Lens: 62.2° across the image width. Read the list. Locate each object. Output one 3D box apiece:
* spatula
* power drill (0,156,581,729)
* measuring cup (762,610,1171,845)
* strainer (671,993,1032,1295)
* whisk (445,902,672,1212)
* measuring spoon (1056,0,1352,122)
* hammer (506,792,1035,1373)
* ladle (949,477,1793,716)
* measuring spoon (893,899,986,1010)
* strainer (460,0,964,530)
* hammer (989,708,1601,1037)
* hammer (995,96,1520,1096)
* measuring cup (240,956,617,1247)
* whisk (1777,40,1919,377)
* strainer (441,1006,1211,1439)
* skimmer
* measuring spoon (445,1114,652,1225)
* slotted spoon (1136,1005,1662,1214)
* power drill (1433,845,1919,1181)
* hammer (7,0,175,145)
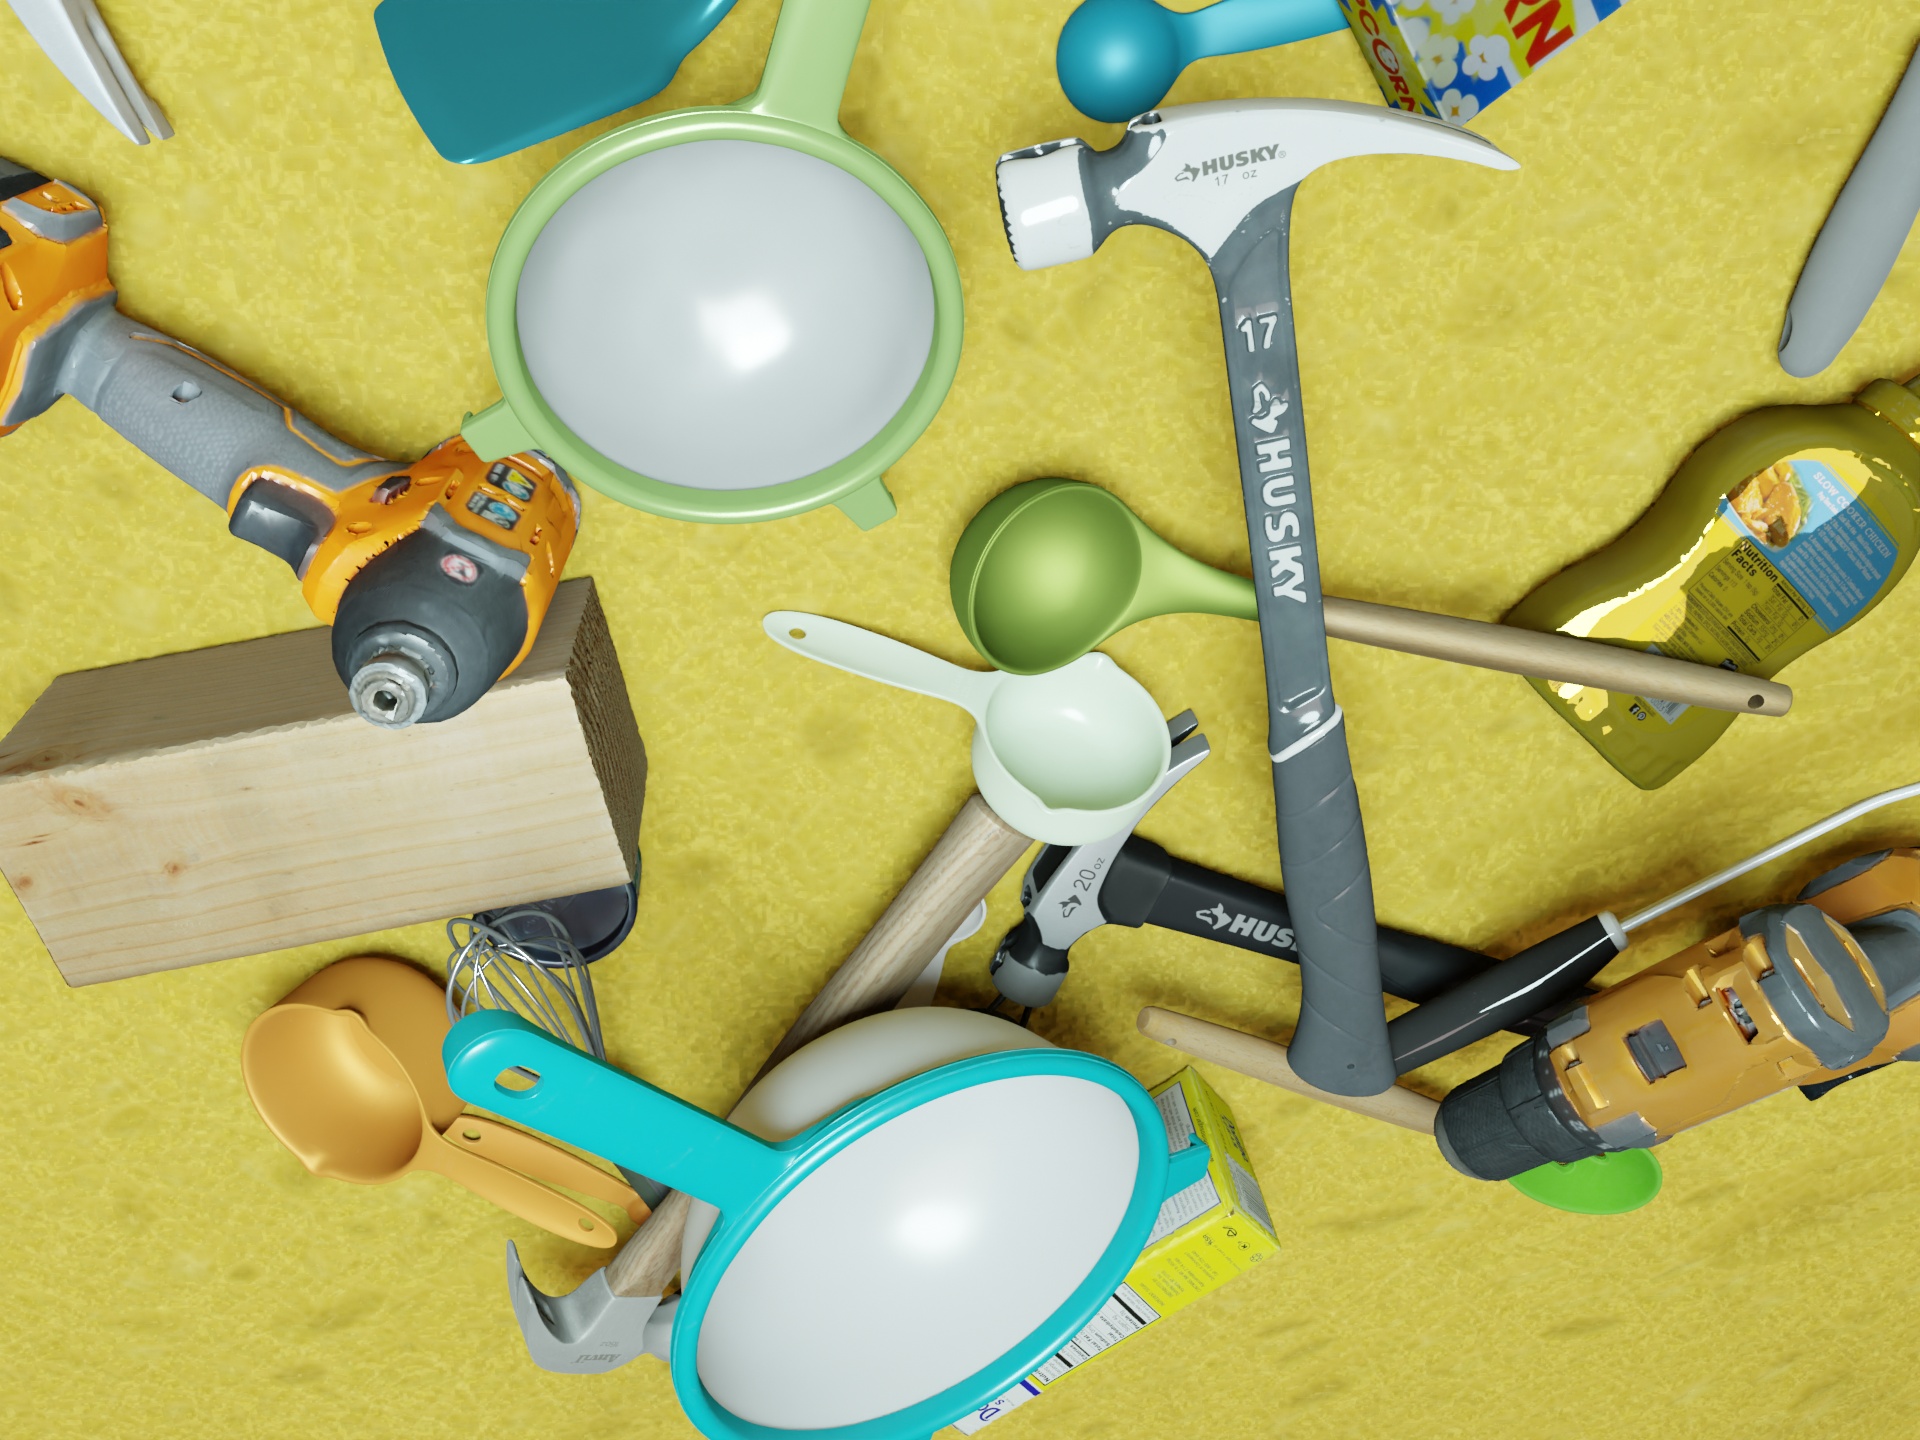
[{"bbox_3d":[-0.029,-0.269,0.479,0.317,0.082,0.044,-33,153,6],"label":"spatula"},{"bbox_3d":[-0.235,-0.079,0.493,0.226,0.164,0.084,27,112,-18],"label":"power drill"},{"bbox_3d":[-0.001,-0.002,0.629,0.167,0.083,0.038,20,143,2],"label":"measuring cup"},{"bbox_3d":[-0.052,0.213,0.746,0.258,0.050,0.086,-42,130,19],"label":"strainer"},{"bbox_3d":[-0.153,0.159,0.676,0.059,0.058,0.246,14,143,29],"label":"whisk"},{"bbox_3d":[0.096,-0.231,0.529,0.128,0.021,0.042,-15,119,1],"label":"measuring spoon"},{"bbox_3d":[-0.080,0.162,0.678,0.130,0.031,0.331,21,112,-48],"label":"hammer"},{"bbox_3d":[0.154,-0.031,0.594,0.320,0.062,0.078,11,117,1],"label":"ladle"},{"bbox_3d":[-0.020,0.113,0.711,0.034,0.018,0.124,14,123,-11],"label":"measuring spoon"},{"bbox_3d":[-0.060,-0.179,0.492,0.151,0.069,0.256,8,132,-21],"label":"strainer"},{"bbox_3d":[0.192,0.103,0.717,0.334,0.035,0.146,18,116,-16],"label":"hammer"},{"bbox_3d":[0.126,-0.014,0.568,0.149,0.036,0.408,-12,123,6],"label":"hammer"},{"bbox_3d":[-0.209,0.161,0.660,0.173,0.052,0.095,26,119,4],"label":"measuring cup"},{"bbox_3d":[0.345,-0.231,0.548,0.055,0.055,0.238,7,121,-11],"label":"whisk"},{"bbox_3d":[-0.064,0.158,0.598,0.211,0.095,0.340,-46,131,4],"label":"strainer"},{"bbox_3d":[0.309,0.032,0.655,0.363,0.127,0.090,-33,73,17],"label":"skimmer"},{"bbox_3d":[-0.189,0.212,0.742,0.116,0.011,0.021,31,111,-21],"label":"measuring spoon"},{"bbox_3d":[0.210,0.180,0.745,0.313,0.031,0.070,22,133,-25],"label":"slotted spoon"},{"bbox_3d":[0.318,0.128,0.661,0.226,0.084,0.185,-5,152,-39],"label":"power drill"},{"bbox_3d":[-0.107,-0.299,0.456,0.386,0.038,0.143,-19,116,3],"label":"hammer"}]
